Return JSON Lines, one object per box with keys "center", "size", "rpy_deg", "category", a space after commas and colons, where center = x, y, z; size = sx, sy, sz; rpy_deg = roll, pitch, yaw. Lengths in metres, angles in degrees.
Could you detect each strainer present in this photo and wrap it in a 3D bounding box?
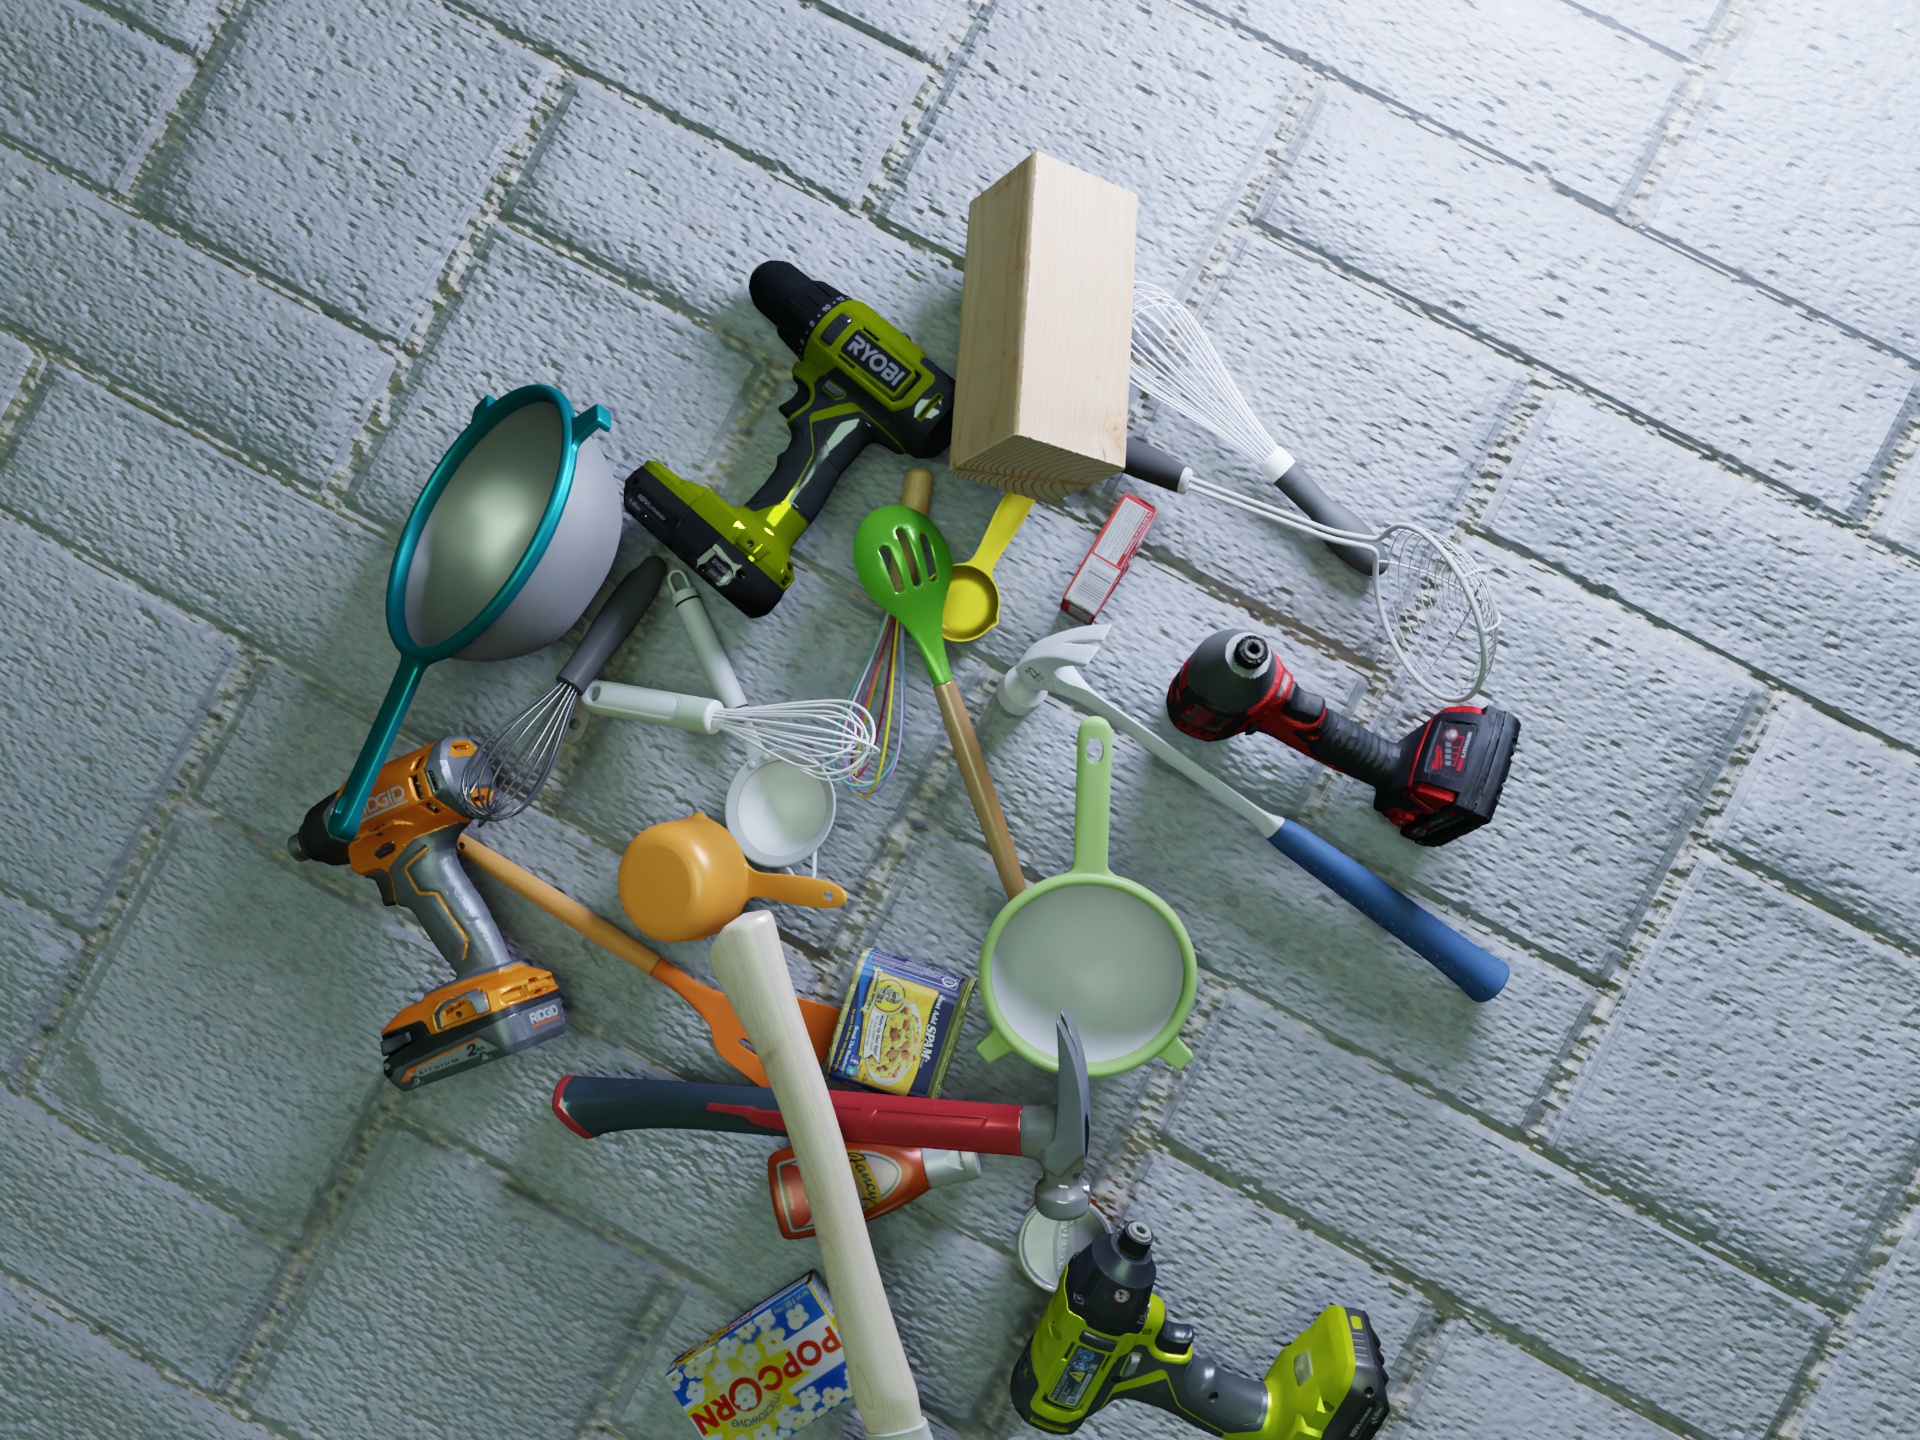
{"center": [-0.156, 0.003, 1.160], "size": [0.087, 0.050, 0.258], "rpy_deg": [-27, 81, 11], "category": "strainer"}
{"center": [0.089, 0.119, 1.113], "size": [0.151, 0.069, 0.256], "rpy_deg": [1, 101, 3], "category": "strainer"}
{"center": [-0.331, -0.064, 1.114], "size": [0.095, 0.211, 0.340], "rpy_deg": [28, 82, -41], "category": "strainer"}

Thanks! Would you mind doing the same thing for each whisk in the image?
{"center": [-0.278, -0.024, 1.133], "size": [0.055, 0.055, 0.239], "rpy_deg": [29, 67, 3], "category": "whisk"}
{"center": [0.204, -0.206, 1.142], "size": [0.070, 0.070, 0.284], "rpy_deg": [-45, 91, 1], "category": "whisk"}
{"center": [-0.053, -0.064, 1.158], "size": [0.051, 0.047, 0.245], "rpy_deg": [9, 84, 5], "category": "whisk"}
{"center": [-0.167, -0.001, 1.121], "size": [0.246, 0.059, 0.058], "rpy_deg": [9, 77, 23], "category": "whisk"}

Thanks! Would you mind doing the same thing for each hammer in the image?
{"center": [0.212, 0.068, 1.107], "size": [0.405, 0.144, 0.035], "rpy_deg": [35, 68, -3], "category": "hammer"}
{"center": [-0.076, 0.324, 1.068], "size": [0.146, 0.038, 0.410], "rpy_deg": [-14, 96, 18], "category": "hammer"}
{"center": [-0.103, 0.259, 1.103], "size": [0.386, 0.038, 0.143], "rpy_deg": [1, 102, 14], "category": "hammer"}

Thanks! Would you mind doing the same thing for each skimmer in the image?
{"center": [0.201, -0.125, 1.108], "size": [0.363, 0.127, 0.090], "rpy_deg": [24, 63, 13], "category": "skimmer"}

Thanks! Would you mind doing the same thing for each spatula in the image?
{"center": [-0.241, 0.168, 1.168], "size": [0.322, 0.041, 0.081], "rpy_deg": [31, 90, 7], "category": "spatula"}

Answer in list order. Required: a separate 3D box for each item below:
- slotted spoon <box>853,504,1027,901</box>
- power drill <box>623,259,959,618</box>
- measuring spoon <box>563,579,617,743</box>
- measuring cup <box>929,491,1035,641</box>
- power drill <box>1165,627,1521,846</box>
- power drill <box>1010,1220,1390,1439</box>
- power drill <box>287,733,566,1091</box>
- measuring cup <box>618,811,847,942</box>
{"center": [-0.002, -0.004, 1.136], "size": [0.070, 0.031, 0.313], "rpy_deg": [-21, 98, -16], "category": "slotted spoon"}
{"center": [-0.131, -0.207, 1.145], "size": [0.191, 0.080, 0.228], "rpy_deg": [41, 88, 13], "category": "power drill"}
{"center": [-0.278, -0.044, 1.180], "size": [0.034, 0.018, 0.124], "rpy_deg": [10, 95, -26], "category": "measuring spoon"}
{"center": [0.025, -0.128, 1.161], "size": [0.062, 0.029, 0.156], "rpy_deg": [29, 87, 3], "category": "measuring cup"}
{"center": [0.256, 0.003, 1.087], "size": [0.219, 0.143, 0.078], "rpy_deg": [23, 74, 1], "category": "power drill"}
{"center": [0.165, 0.431, 1.076], "size": [0.223, 0.080, 0.171], "rpy_deg": [20, 114, -6], "category": "power drill"}
{"center": [-0.389, 0.142, 1.141], "size": [0.164, 0.084, 0.226], "rpy_deg": [-21, 85, 16], "category": "power drill"}
{"center": [-0.165, 0.118, 1.117], "size": [0.174, 0.052, 0.095], "rpy_deg": [4, 94, 28], "category": "measuring cup"}
